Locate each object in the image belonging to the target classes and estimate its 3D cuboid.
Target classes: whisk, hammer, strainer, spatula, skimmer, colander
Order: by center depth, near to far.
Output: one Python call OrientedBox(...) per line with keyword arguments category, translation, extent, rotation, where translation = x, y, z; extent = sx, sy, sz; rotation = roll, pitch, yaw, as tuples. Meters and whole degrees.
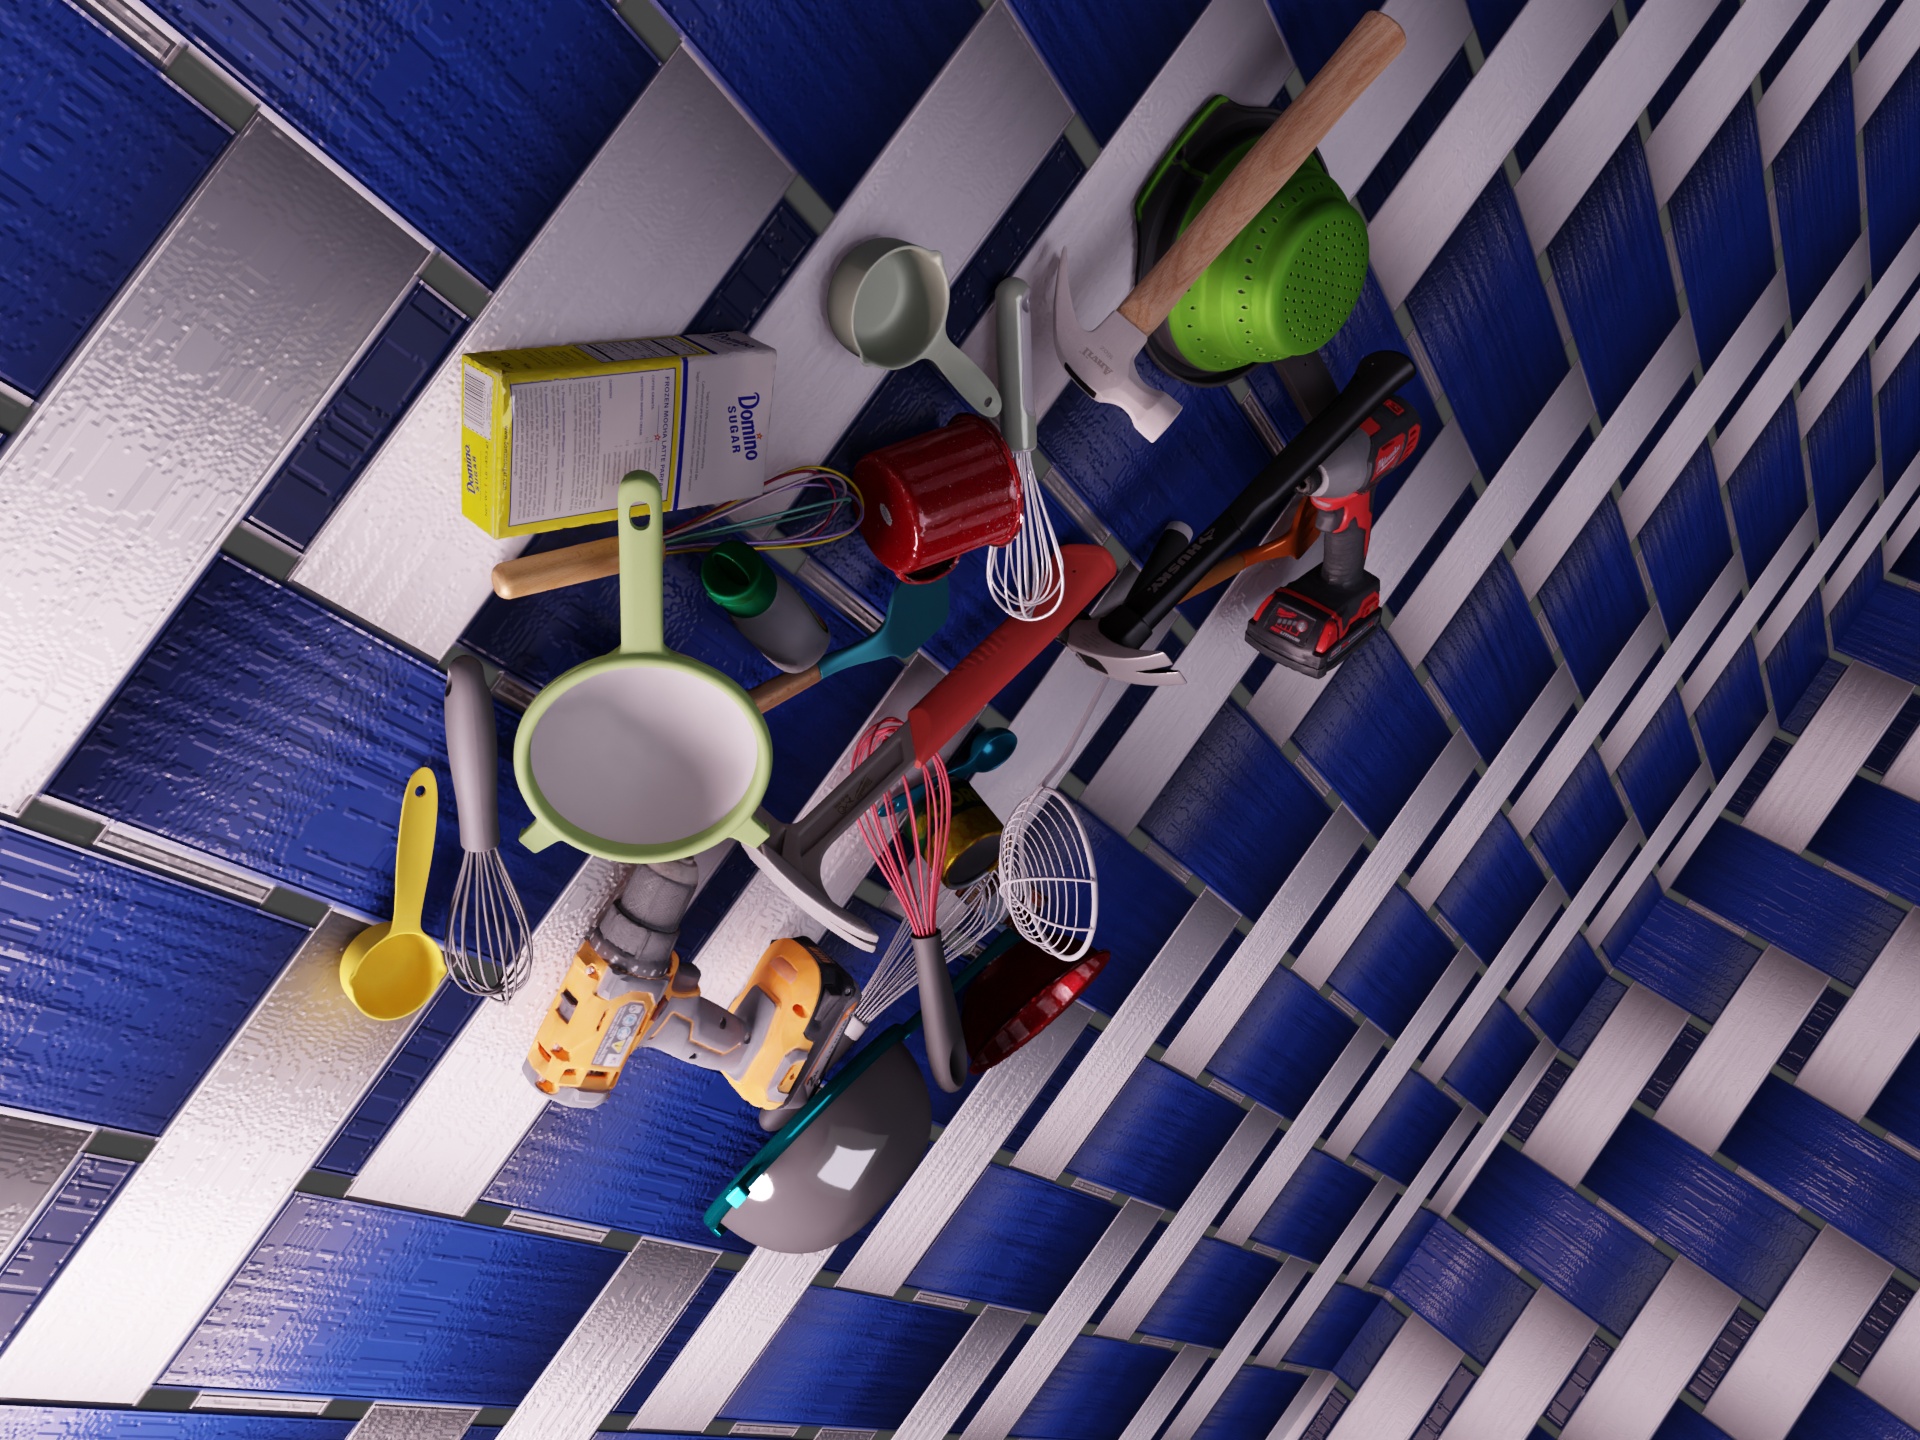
OrientedBox(category="strainer", translation=(-0.187, -0.036, 0.939), extent=(0.151, 0.069, 0.256), rotation=(-1, 121, -10))
OrientedBox(category="whisk", translation=(-0.286, 0.070, 0.948), extent=(0.055, 0.055, 0.238), rotation=(-19, 124, -38))
OrientedBox(category="whisk", translation=(-0.164, -0.112, 0.954), extent=(0.245, 0.051, 0.047), rotation=(-19, 106, -32))
OrientedBox(category="spatula", translation=(-0.124, -0.026, 1.066), extent=(0.317, 0.044, 0.082), rotation=(-30, 137, -23))
OrientedBox(category="hammer", translation=(0.185, -0.352, 1.074), extent=(0.331, 0.130, 0.031), rotation=(-50, 180, -6))
OrientedBox(category="whisk", translation=(0.042, -0.182, 1.099), extent=(0.058, 0.059, 0.246), rotation=(-51, 143, -54))
OrientedBox(category="hammer", translation=(-0.002, -0.004, 1.136), extent=(0.359, 0.149, 0.036), rotation=(-44, 167, -25))
OrientedBox(category="whisk", translation=(-0.028, 0.140, 1.184), extent=(0.073, 0.073, 0.295), rotation=(-19, 105, -37))
OrientedBox(category="hammer", translation=(0.219, -0.157, 1.202), extent=(0.335, 0.146, 0.035), rotation=(-44, 123, -3))
OrientedBox(category="colander", translation=(0.269, -0.300, 1.224), extent=(0.204, 0.095, 0.396), rotation=(-54, 142, -3))
OrientedBox(category="skimmer", translation=(0.125, 0.007, 1.227), extent=(0.363, 0.090, 0.127), rotation=(-62, -170, -23))
OrientedBox(category="strainer", translation=(-0.048, 0.304, 1.259), extent=(0.340, 0.095, 0.211), rotation=(-40, 170, -25))
OrientedBox(category="whisk", translation=(-0.067, 0.219, 1.281), extent=(0.284, 0.070, 0.070), rotation=(-49, 142, -1))
OrientedBox(category="spatula", translation=(0.212, -0.129, 1.348), extent=(0.322, 0.041, 0.081), rotation=(-27, 135, -26))

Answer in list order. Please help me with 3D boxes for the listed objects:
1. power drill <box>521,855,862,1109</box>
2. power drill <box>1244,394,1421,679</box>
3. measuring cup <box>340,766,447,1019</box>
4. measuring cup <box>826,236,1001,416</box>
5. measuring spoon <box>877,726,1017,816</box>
OrientedBox(category="power drill", translation=(-0.176, 0.185, 1.120), extent=(0.226, 0.084, 0.185), rotation=(19, 101, -46))
OrientedBox(category="power drill", translation=(0.309, -0.152, 1.324), extent=(0.143, 0.079, 0.219), rotation=(-34, 142, -37))
OrientedBox(category="measuring cup", translation=(-0.332, 0.100, 0.941), extent=(0.062, 0.029, 0.156), rotation=(1, 104, -46))
OrientedBox(category="measuring cup", translation=(-0.025, -0.241, 1.005), extent=(0.083, 0.038, 0.167), rotation=(-56, 144, 0))
OrientedBox(category="measuring spoon", translation=(-0.014, 0.038, 1.237), extent=(0.128, 0.021, 0.042), rotation=(-27, 147, -19))
